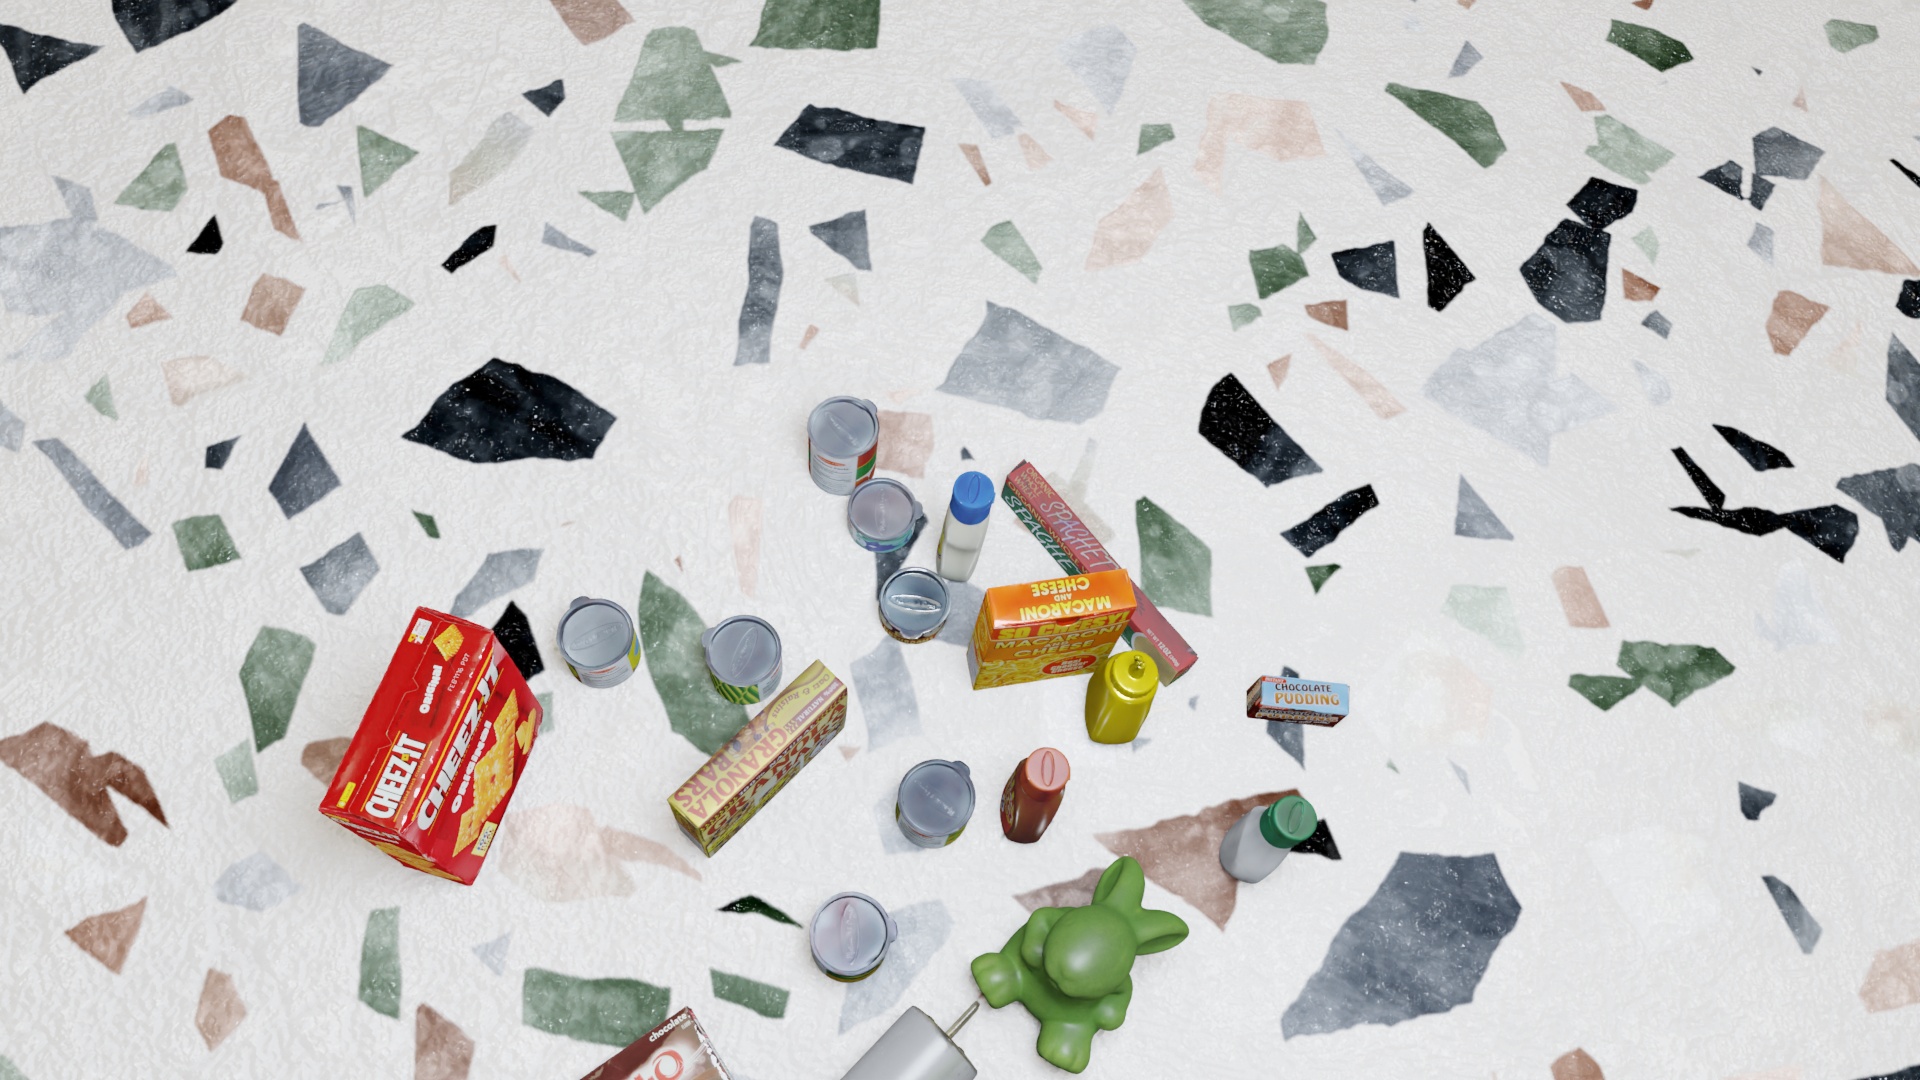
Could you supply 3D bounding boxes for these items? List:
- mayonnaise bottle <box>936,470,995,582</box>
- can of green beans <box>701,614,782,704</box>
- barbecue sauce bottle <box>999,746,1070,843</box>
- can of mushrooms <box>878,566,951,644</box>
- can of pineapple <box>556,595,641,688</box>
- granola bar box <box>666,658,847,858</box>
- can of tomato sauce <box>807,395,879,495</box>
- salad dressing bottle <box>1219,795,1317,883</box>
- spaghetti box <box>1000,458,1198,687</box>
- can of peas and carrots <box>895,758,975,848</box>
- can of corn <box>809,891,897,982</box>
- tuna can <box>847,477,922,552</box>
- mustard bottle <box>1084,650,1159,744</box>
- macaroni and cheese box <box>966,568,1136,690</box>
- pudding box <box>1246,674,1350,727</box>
[{"bbox_3d":[0.004,-0.016,1.259,0.041,0.147,0.065,12,66,-1],"label":"mayonnaise bottle"},{"bbox_3d":[-0.191,0.106,1.233,0.071,0.057,0.071,2,66,-5],"label":"can of green beans"},{"bbox_3d":[0.063,0.209,1.164,0.044,0.148,0.065,6,66,-3],"label":"barbecue sauce bottle"},{"bbox_3d":[-0.043,0.062,1.281,0.071,0.033,0.071,2,66,-5],"label":"can of mushrooms"},{"bbox_3d":[-0.319,0.090,1.226,0.071,0.057,0.071,2,66,-5],"label":"can of pineapple"},{"bbox_3d":[-0.166,0.185,1.164,0.039,0.123,0.166,42,69,12],"label":"granola bar box"},{"bbox_3d":[-0.110,-0.090,1.315,0.071,0.082,0.071,2,66,-5],"label":"can of tomato sauce"},{"bbox_3d":[0.258,0.249,1.167,0.044,0.147,0.064,24,66,5],"label":"salad dressing bottle"},{"bbox_3d":[0.127,0.030,1.305,0.029,0.050,0.250,-35,74,-19],"label":"spaghetti box"},{"bbox_3d":[-0.021,0.226,1.197,0.071,0.058,0.071,2,66,-5],"label":"can of peas and carrots"},{"bbox_3d":[-0.089,0.327,1.144,0.071,0.058,0.071,2,66,-5],"label":"can of corn"},{"bbox_3d":[-0.072,-0.024,1.317,0.071,0.032,0.071,2,66,-5],"label":"tuna can"},{"bbox_3d":[0.142,0.130,1.201,0.049,0.159,0.065,1,66,-5],"label":"mustard bottle"},{"bbox_3d":[0.076,0.081,1.213,0.124,0.165,0.040,-8,68,-9],"label":"macaroni and cheese box"},{"bbox_3d":[0.309,0.147,1.272,0.084,0.049,0.030,7,66,-3],"label":"pudding box"}]
